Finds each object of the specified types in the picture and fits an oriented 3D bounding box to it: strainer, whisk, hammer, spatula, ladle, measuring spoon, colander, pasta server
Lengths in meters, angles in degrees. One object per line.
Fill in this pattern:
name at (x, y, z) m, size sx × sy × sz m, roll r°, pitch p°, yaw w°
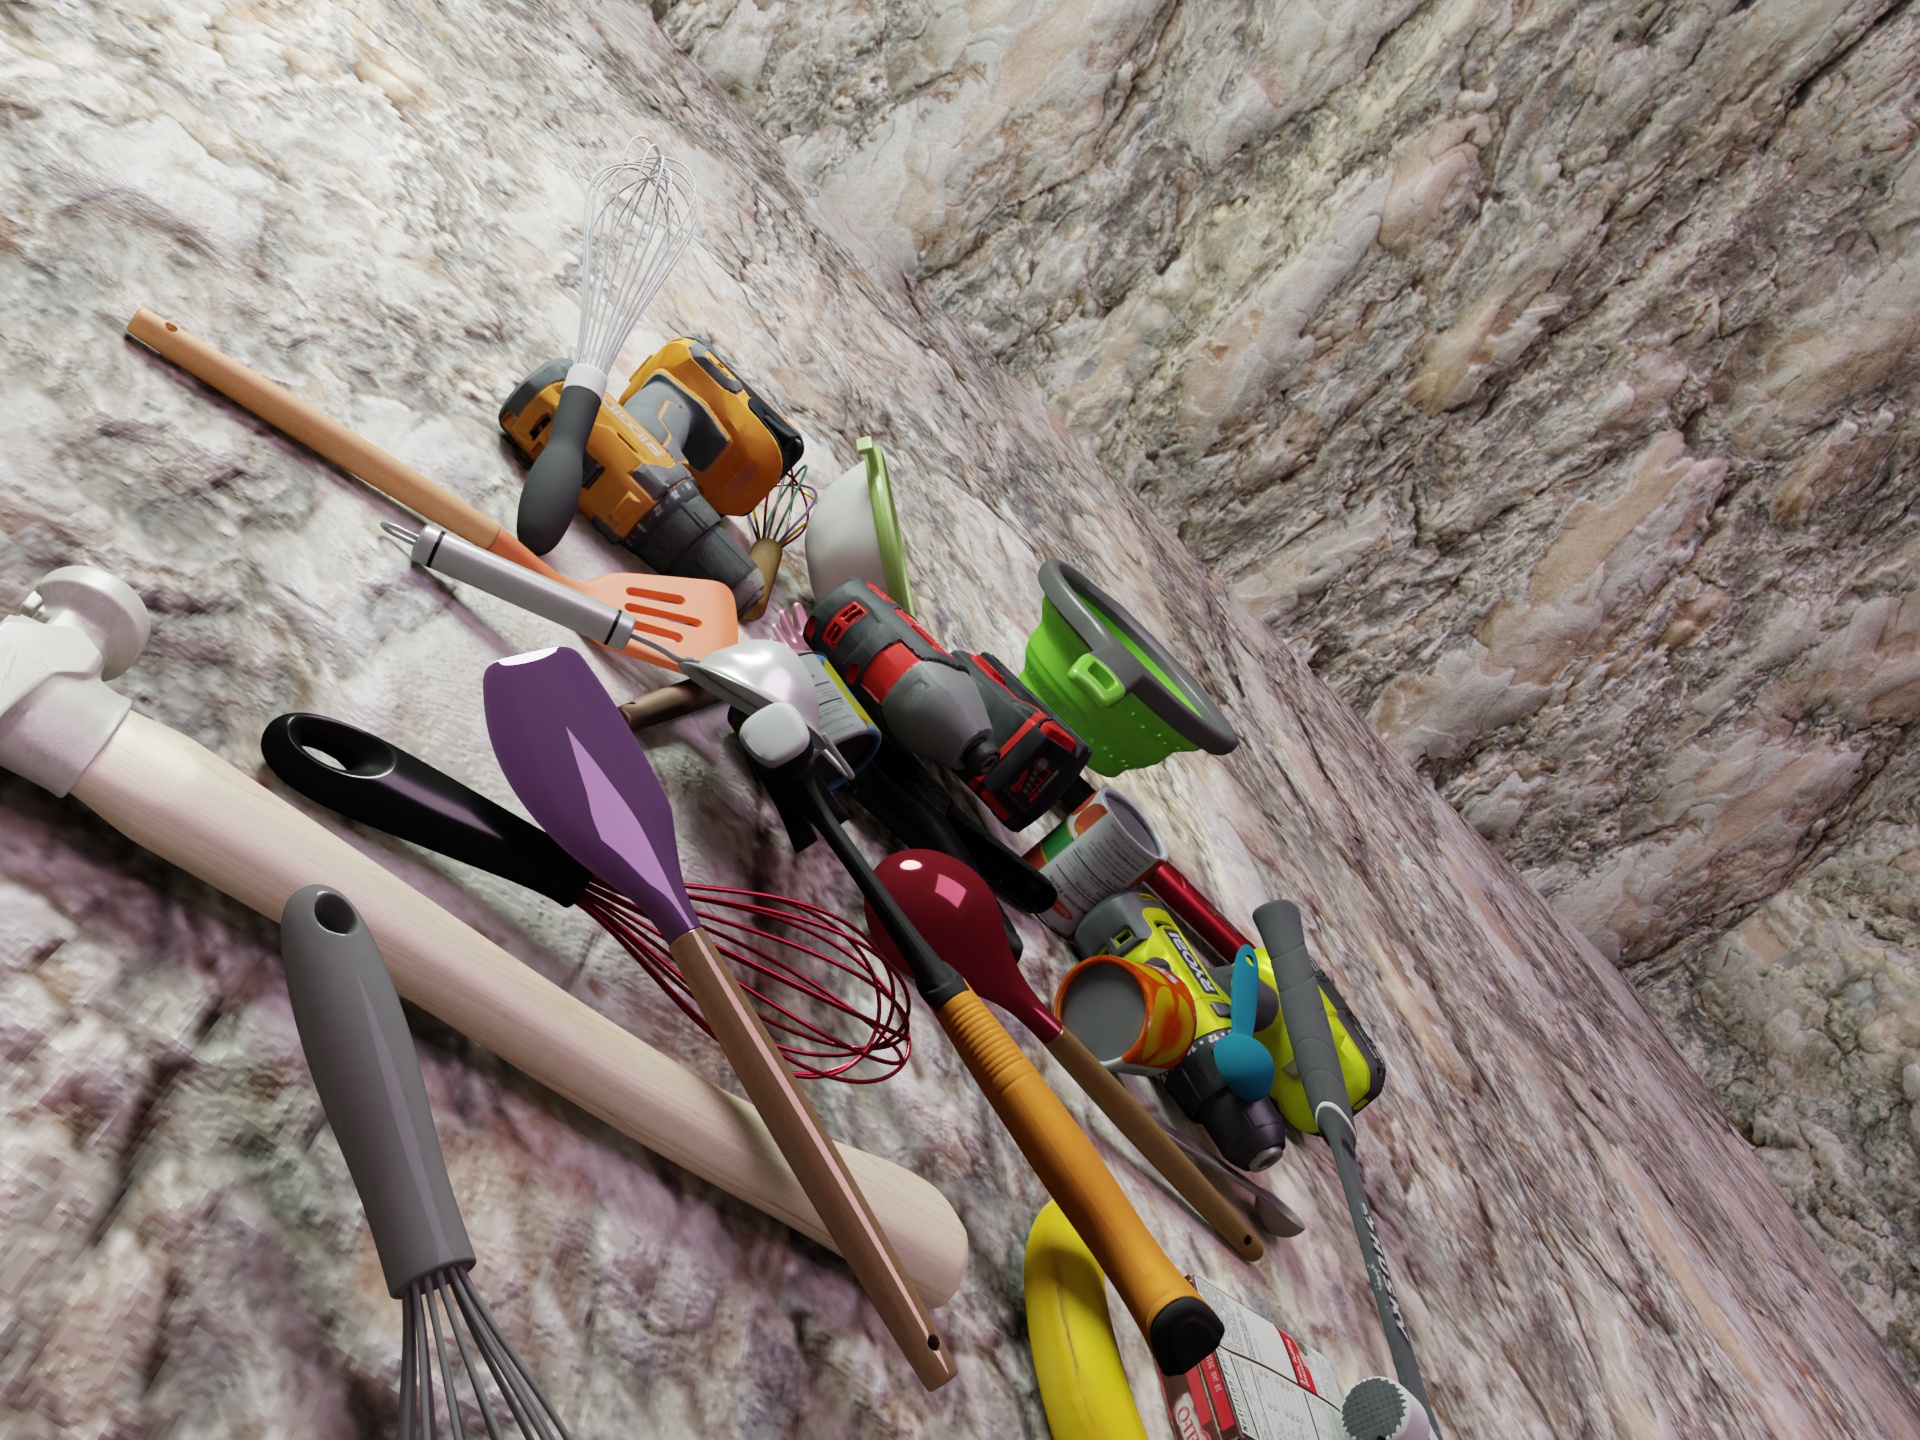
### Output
strainer at (-0.076, -0.118, 1.182) m, size 0.256 × 0.069 × 0.151 m, roll -120°, pitch -161°, yaw -87°
whisk at (-0.134, 0.072, 0.632) m, size 0.295 × 0.073 × 0.073 m, roll 31°, pitch 22°, yaw -25°
whisk at (-0.205, -0.216, 0.907) m, size 0.070 × 0.070 × 0.285 m, roll 32°, pitch 58°, yaw -40°
hammer at (0.225, 0.253, 0.918) m, size 0.149 × 0.036 × 0.409 m, roll 48°, pitch 22°, yaw -30°
hammer at (0.140, 0.112, 1.225) m, size 0.386 × 0.038 × 0.143 m, roll 44°, pitch 19°, yaw -10°
hammer at (-0.150, 0.108, 0.543) m, size 0.410 × 0.038 × 0.146 m, roll 39°, pitch 20°, yaw -24°
spatula at (-0.248, -0.109, 0.789) m, size 0.322 × 0.041 × 0.081 m, roll 33°, pitch 34°, yaw -33°
strainer at (-0.159, -0.043, 0.782) m, size 0.258 × 0.050 × 0.087 m, roll 24°, pitch -9°, yaw -16°
hammer at (0.004, 0.141, 0.719) m, size 0.337 × 0.034 × 0.127 m, roll 52°, pitch -11°, yaw 26°
whisk at (-0.142, 0.146, 0.418) m, size 0.055 × 0.055 × 0.239 m, roll 18°, pitch 39°, yaw -58°
spatula at (-0.091, 0.103, 0.590) m, size 0.060 × 0.018 × 0.316 m, roll -20°, pitch 71°, yaw -45°
ladle at (0.065, 0.189, 0.867) m, size 0.315 × 0.069 × 0.031 m, roll 48°, pitch -24°, yaw -13°
measuring spoon at (0.153, 0.271, 0.942) m, size 0.124 × 0.018 × 0.034 m, roll 36°, pitch 4°, yaw -11°
colander at (0.094, -0.015, 1.153) m, size 0.204 × 0.094 × 0.397 m, roll 46°, pitch 13°, yaw 4°
measuring spoon at (0.178, 0.176, 0.967) m, size 0.042 × 0.021 × 0.129 m, roll 39°, pitch 33°, yaw -14°
whisk at (-0.129, -0.126, 1.116) m, size 0.047 × 0.051 × 0.245 m, roll 47°, pitch 19°, yaw -20°
pasta server at (-0.124, -0.035, 0.927) m, size 0.316 × 0.060 × 0.040 m, roll -32°, pitch 120°, yaw -70°

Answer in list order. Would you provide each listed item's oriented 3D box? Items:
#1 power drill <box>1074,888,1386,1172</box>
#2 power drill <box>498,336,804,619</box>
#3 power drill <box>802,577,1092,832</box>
power drill at (0.189, 0.213, 1.051) m, size 0.228 × 0.080 × 0.191 m, roll 21°, pitch 30°, yaw -49°
power drill at (-0.174, -0.158, 1.020) m, size 0.185 × 0.084 × 0.226 m, roll 45°, pitch 22°, yaw -5°
power drill at (-0.002, -0.003, 0.994) m, size 0.143 × 0.078 × 0.219 m, roll 45°, pitch 5°, yaw 24°
